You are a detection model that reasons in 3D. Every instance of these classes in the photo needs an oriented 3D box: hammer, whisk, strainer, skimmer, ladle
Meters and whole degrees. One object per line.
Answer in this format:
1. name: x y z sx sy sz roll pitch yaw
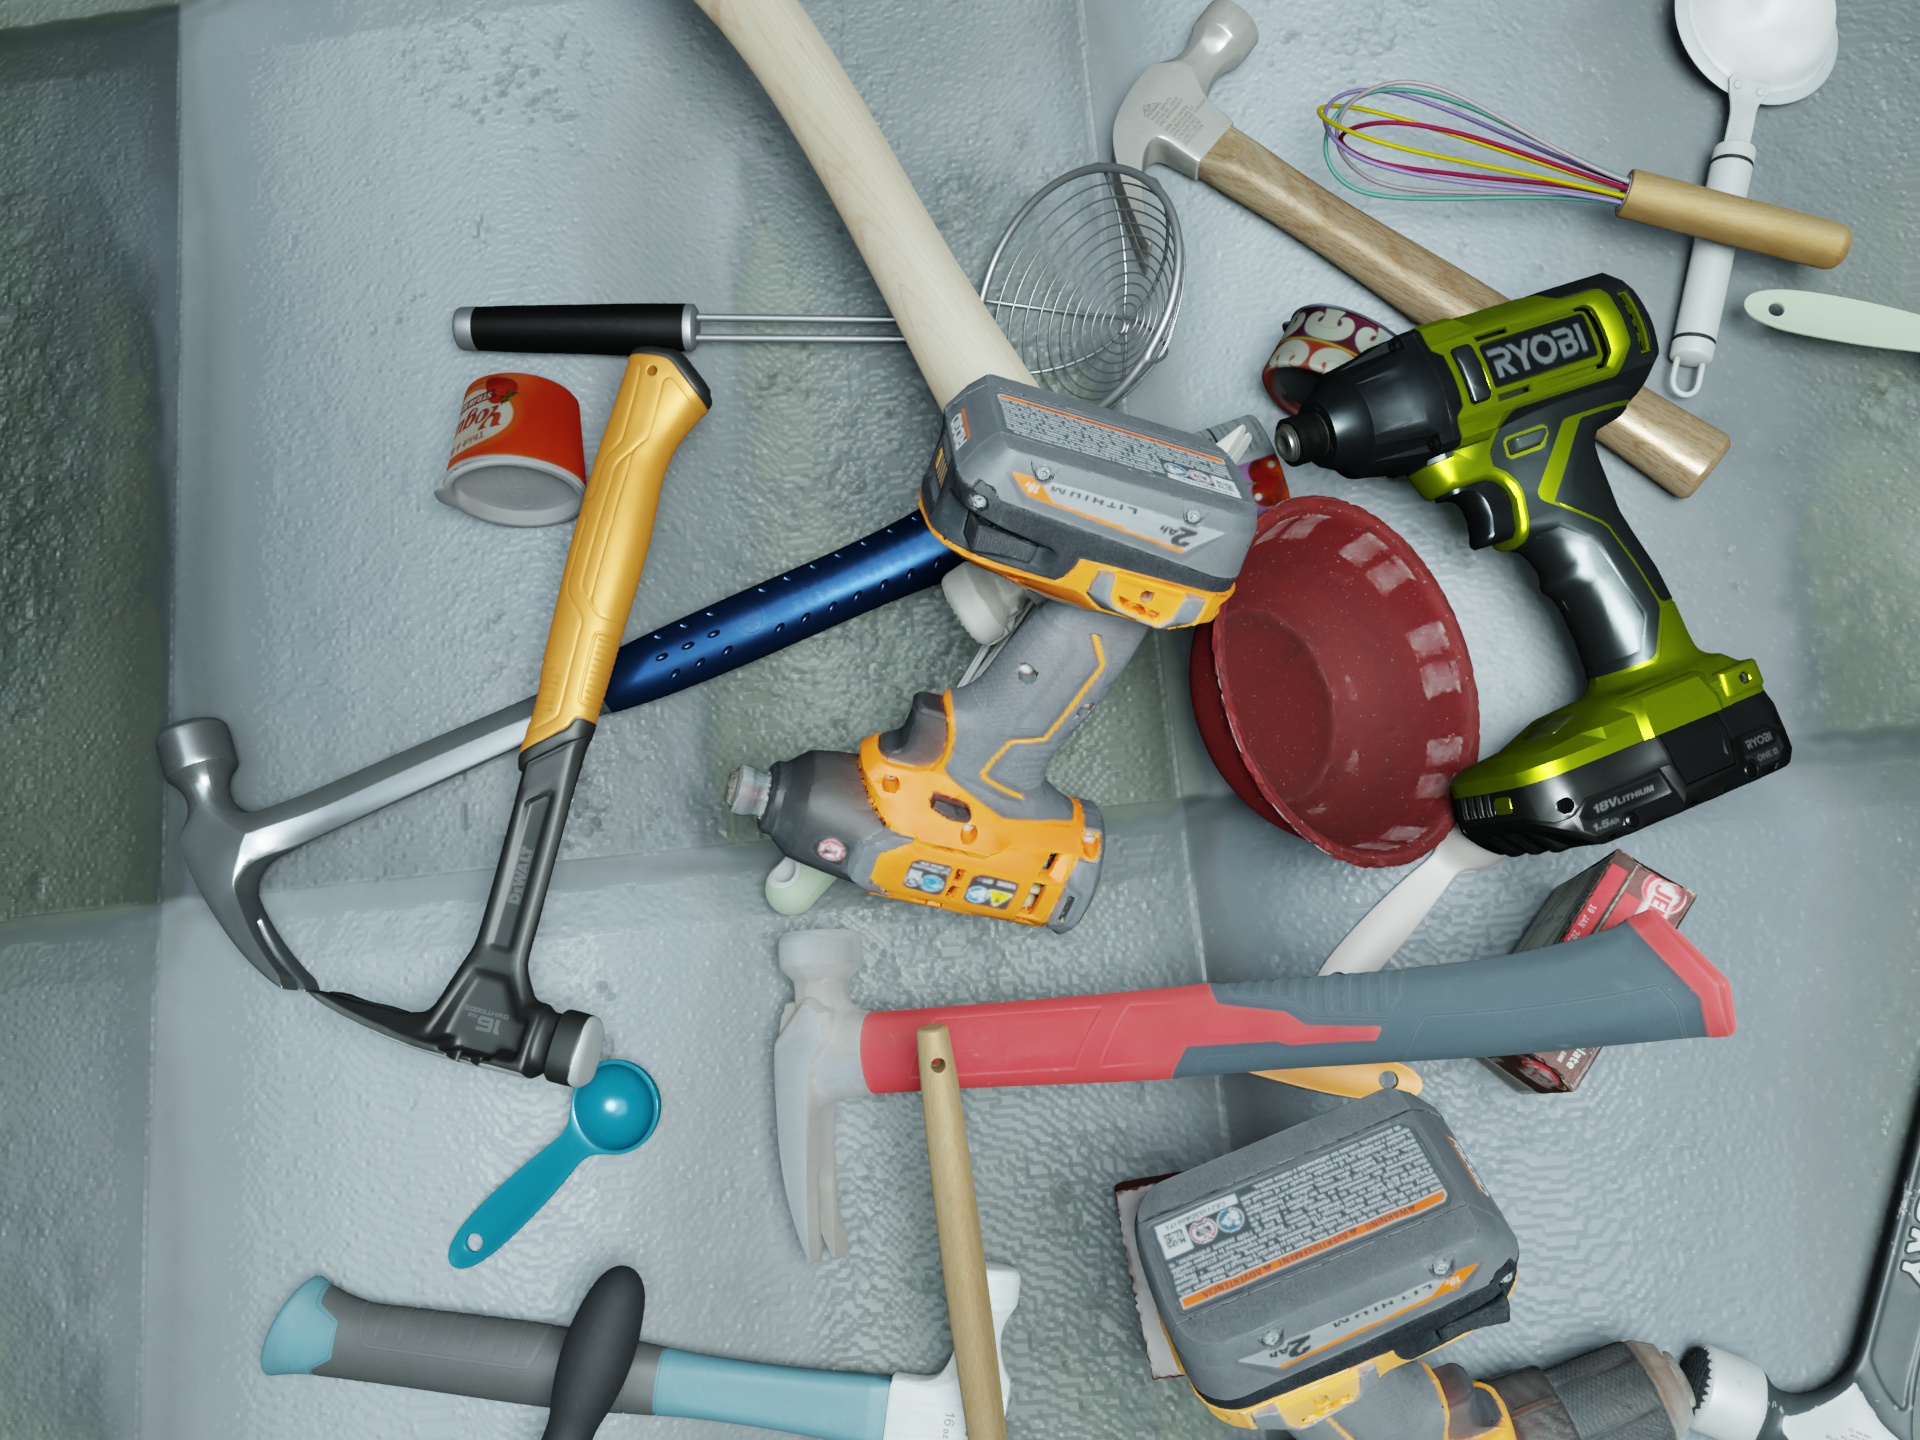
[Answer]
1. hammer: -0.178 -0.006 0.756 0.405 0.035 0.144 -23 77 1
2. whisk: -0.001 -0.002 0.735 0.246 0.059 0.058 -46 41 -1
3. strainer: 0.370 -0.274 0.754 0.087 0.050 0.258 15 84 -6
4. whisk: -0.183 0.363 0.637 0.070 0.070 0.285 16 73 9
5. hammer: -0.144 0.285 0.695 0.331 0.033 0.128 5 78 7
6. skimmer: -0.077 -0.200 0.757 0.363 0.090 0.127 2 81 6
7. hammer: 0.433 0.124 0.666 0.149 0.036 0.409 20 81 9
8. hammer: -0.034 -0.243 0.709 0.146 0.038 0.411 -33 82 13
9. hammer: -0.184 -0.014 0.723 0.127 0.034 0.337 12 79 8
10. hammer: 0.094 0.138 0.627 0.386 0.038 0.143 -10 76 27
11. whisk: 0.280 -0.243 0.724 0.245 0.047 0.051 17 98 4
12. ladle: 0.012 0.280 0.628 0.078 0.062 0.320 -8 94 -9
13. hammer: 0.213 -0.210 0.759 0.331 0.031 0.130 38 84 12

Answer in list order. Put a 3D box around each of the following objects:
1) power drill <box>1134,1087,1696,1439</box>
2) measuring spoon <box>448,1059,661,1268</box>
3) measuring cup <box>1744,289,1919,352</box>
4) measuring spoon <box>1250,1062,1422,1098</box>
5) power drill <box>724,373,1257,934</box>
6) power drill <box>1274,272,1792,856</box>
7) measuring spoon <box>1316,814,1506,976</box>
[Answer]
1. power drill: 0.175 0.239 0.592 0.185 0.226 0.084 -23 34 2
2. measuring spoon: -0.185 0.204 0.727 0.128 0.021 0.042 -44 78 5
3. measuring cup: 0.439 -0.166 0.724 0.167 0.038 0.083 15 80 11
4. measuring spoon: 0.145 0.151 0.705 0.117 0.011 0.021 10 80 4
5. power drill: 0.006 -0.017 0.644 0.164 0.084 0.226 13 122 -15
6. power drill: 0.239 -0.063 0.671 0.171 0.080 0.223 -20 86 -15
7. measuring spoon: 0.200 0.081 0.707 0.034 0.018 0.124 42 86 12
